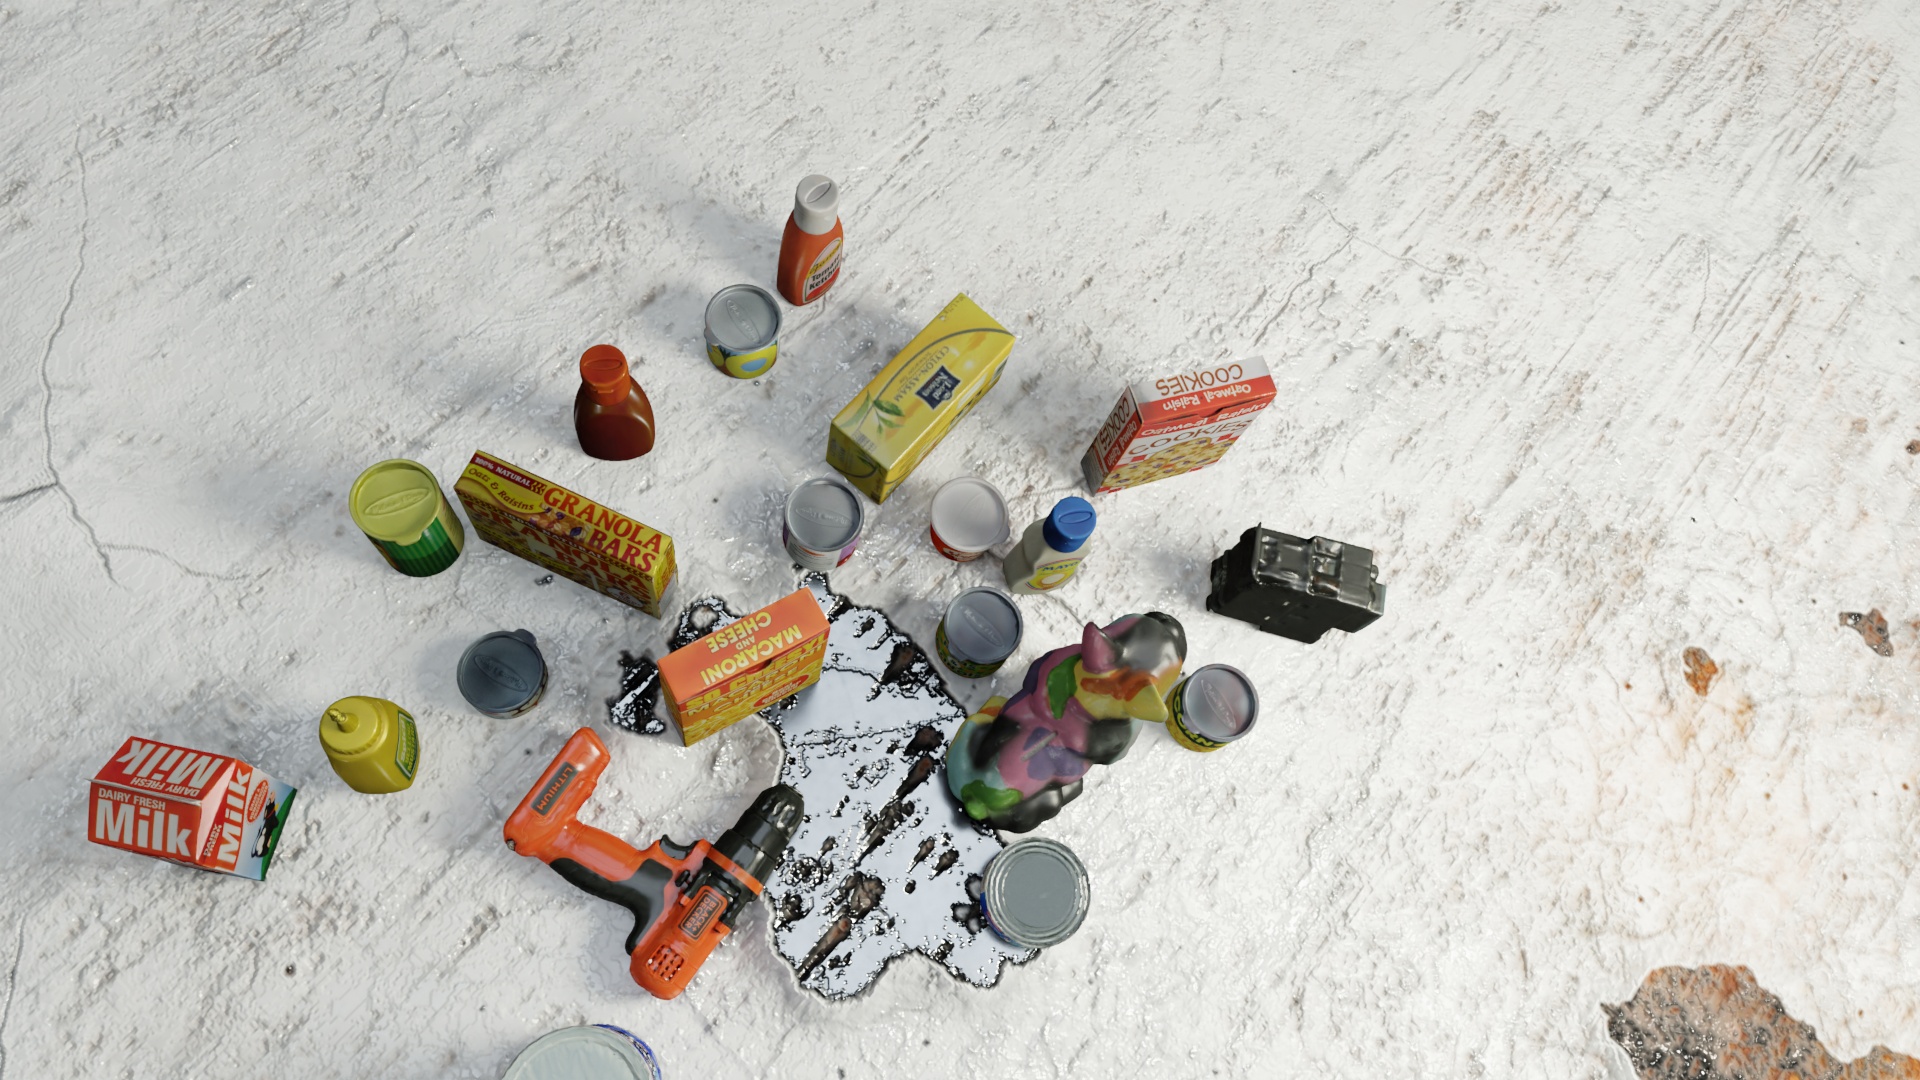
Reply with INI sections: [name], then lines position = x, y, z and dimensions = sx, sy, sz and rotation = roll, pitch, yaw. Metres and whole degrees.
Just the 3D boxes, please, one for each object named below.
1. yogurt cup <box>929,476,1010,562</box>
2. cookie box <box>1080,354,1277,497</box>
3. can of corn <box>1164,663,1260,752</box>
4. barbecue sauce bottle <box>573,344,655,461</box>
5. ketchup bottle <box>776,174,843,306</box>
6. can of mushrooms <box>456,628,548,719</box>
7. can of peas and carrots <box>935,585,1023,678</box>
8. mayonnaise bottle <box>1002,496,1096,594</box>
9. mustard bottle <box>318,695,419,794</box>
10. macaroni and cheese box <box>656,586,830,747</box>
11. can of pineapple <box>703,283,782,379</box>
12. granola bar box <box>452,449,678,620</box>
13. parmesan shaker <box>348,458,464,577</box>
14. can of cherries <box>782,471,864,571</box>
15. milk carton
[yogurt cup]
position = 0.004, -0.015, 1.192
dimensions = 0.072, 0.053, 0.072
rotation = 3, 71, -8
[cookie box]
position = 0.183, -0.095, 1.189
dimensions = 0.123, 0.167, 0.040
rotation = -15, 74, -14
[can of corn]
position = 0.208, 0.143, 1.169
dimensions = 0.071, 0.058, 0.071
rotation = 3, 71, -8
[barbecue sauce bottle]
position = -0.284, -0.110, 1.128
dimensions = 0.065, 0.148, 0.044
rotation = -3, 72, -10
[ketchup bottle]
position = -0.129, -0.262, 1.206
dimensions = 0.043, 0.148, 0.065
rotation = 42, 70, 6
[can of mushrooms]
position = -0.361, 0.105, 1.101
dimensions = 0.071, 0.033, 0.071
rotation = 3, 71, -8
[can of peas and carrots]
position = 0.013, 0.079, 1.158
dimensions = 0.071, 0.058, 0.071
rotation = 3, 71, -8
[mayonnaise bottle]
position = 0.077, 0.005, 1.147
dimensions = 0.065, 0.147, 0.041
rotation = -10, 73, -12
[mustard bottle]
position = -0.431, 0.144, 1.008
dimensions = 0.049, 0.159, 0.065
rotation = -2, 72, -10
[macaroni and cheese box]
position = -0.165, 0.100, 1.064
dimensions = 0.124, 0.166, 0.040
rotation = -27, 78, -17
[can of pineapple]
position = -0.192, -0.182, 1.216
dimensions = 0.071, 0.057, 0.071
rotation = 3, 71, -8
[granola bar box]
position = -0.307, -0.003, 1.099
dimensions = 0.165, 0.123, 0.039
rotation = 24, 69, 0
[parmesan shaker]
position = -0.433, -0.013, 1.093
dimensions = 0.071, 0.102, 0.071
rotation = 3, 71, -8
[can of cherries]
position = -0.115, -0.015, 1.171
dimensions = 0.071, 0.058, 0.071
rotation = 3, 71, -8
[milk carton]
position = -0.532, 0.186, 0.961
dimensions = 0.072, 0.190, 0.073
rotation = 13, 70, -5
